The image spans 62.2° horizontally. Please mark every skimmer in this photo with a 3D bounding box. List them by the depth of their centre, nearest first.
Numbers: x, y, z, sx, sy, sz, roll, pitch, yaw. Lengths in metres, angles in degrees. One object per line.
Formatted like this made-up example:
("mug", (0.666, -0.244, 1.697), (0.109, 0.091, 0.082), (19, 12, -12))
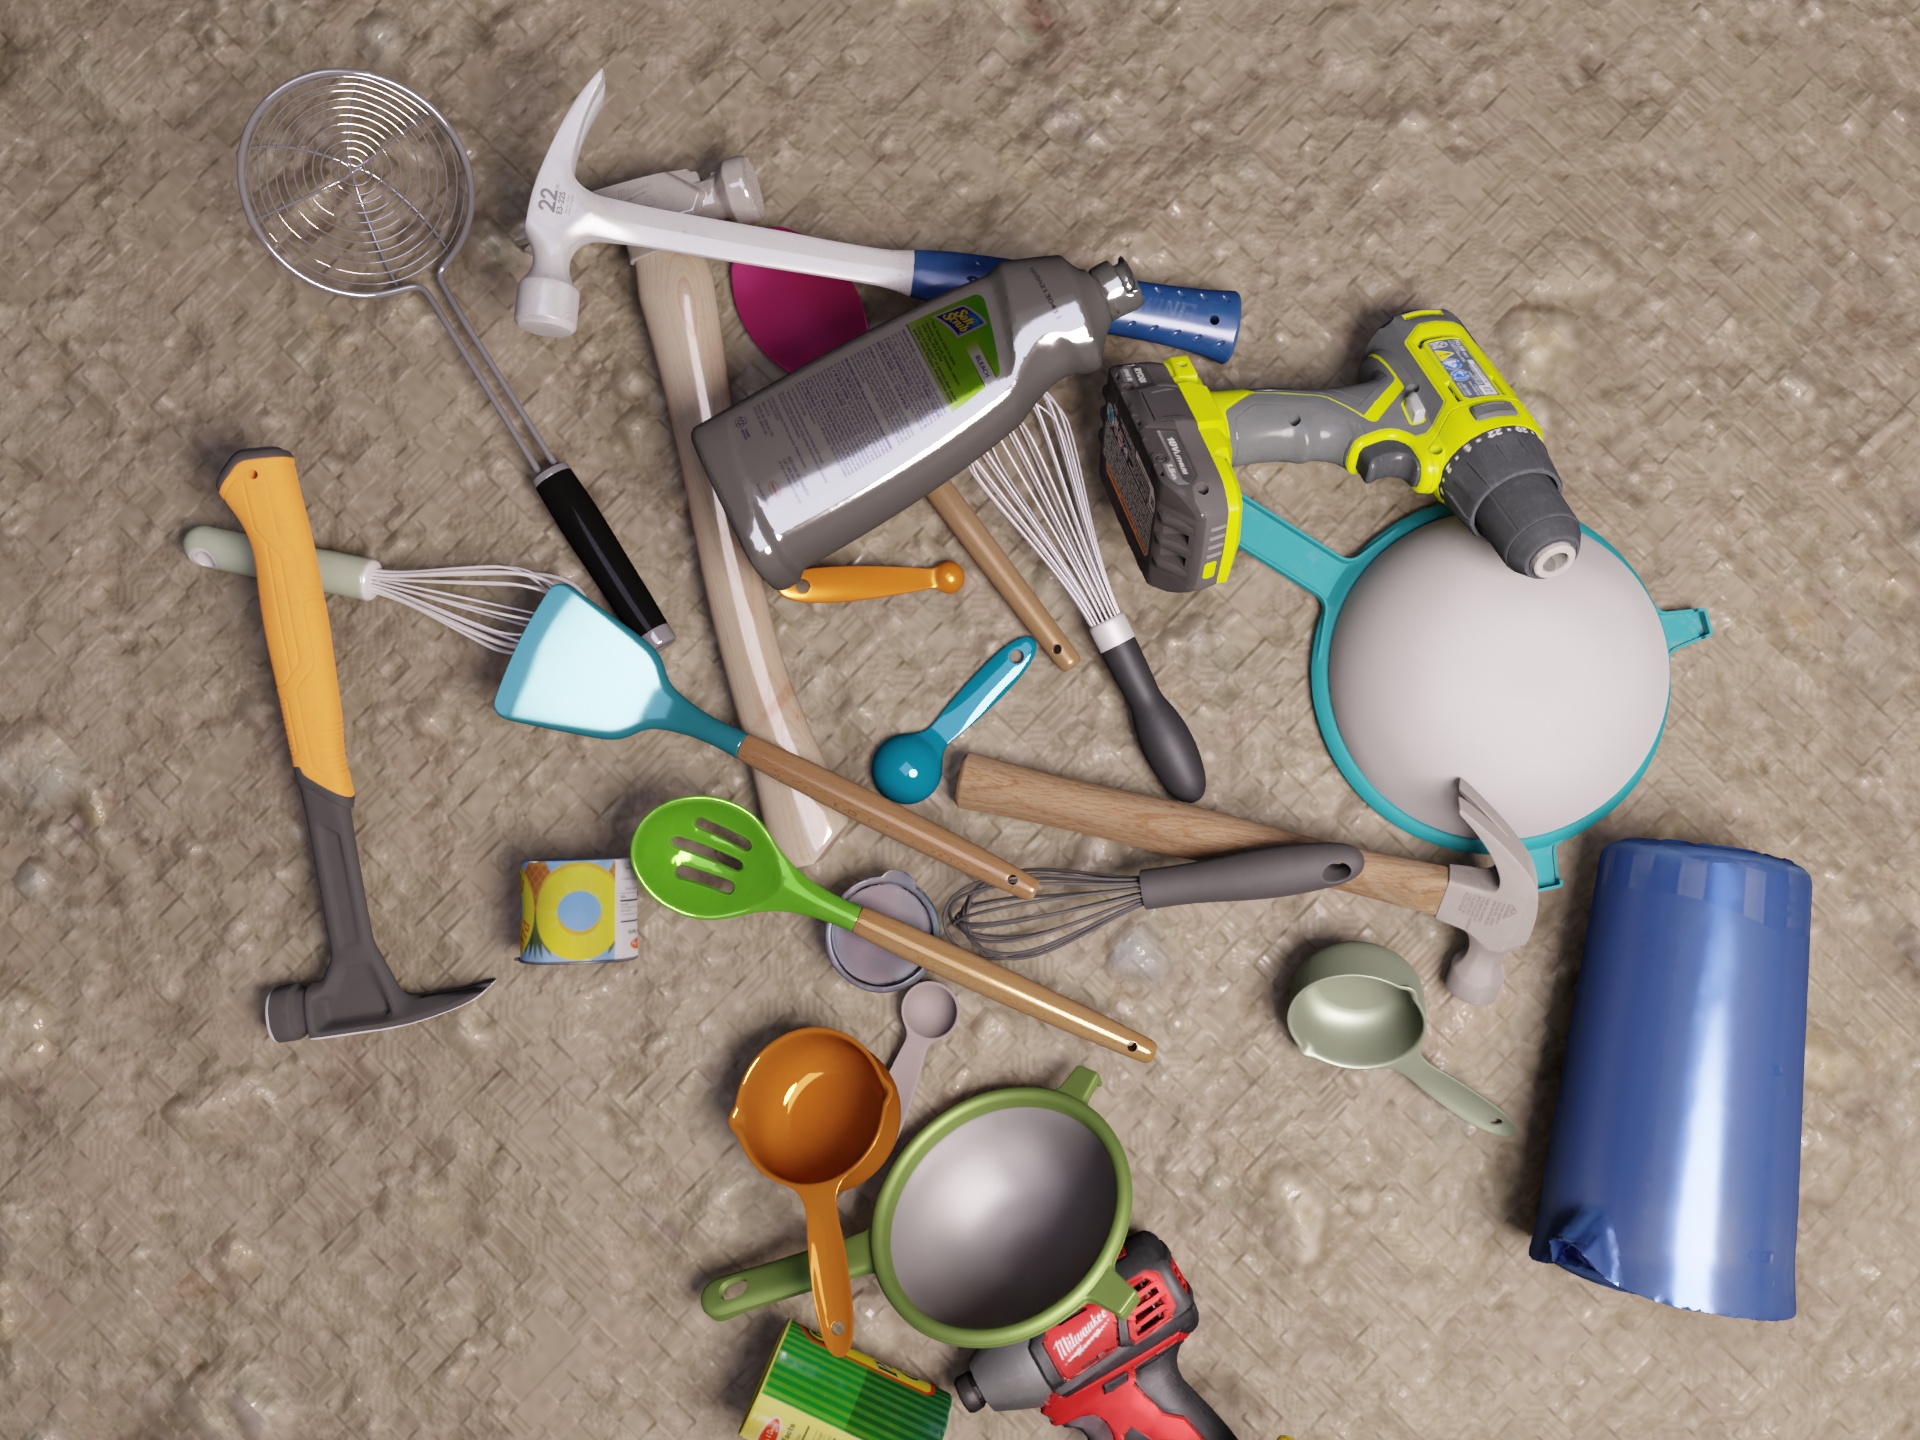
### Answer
("skimmer", (-0.274, -0.196, 0.908), (0.127, 0.090, 0.363), (-33, 88, -2))

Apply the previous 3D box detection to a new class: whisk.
("whisk", (0.105, 0.098, 0.889), (0.239, 0.055, 0.055), (-10, 87, 15))
("whisk", (0.074, -0.080, 0.923), (0.070, 0.070, 0.284), (-27, 92, -1))
("whisk", (-0.337, -0.081, 0.931), (0.246, 0.057, 0.059), (12, 53, 4))

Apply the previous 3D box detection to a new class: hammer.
("hammer", (0.159, 0.068, 0.903), (0.331, 0.031, 0.130), (13, 124, 7))
("hammer", (-0.037, -0.262, 0.904), (0.405, 0.035, 0.144), (7, 87, -10))
("hammer", (-0.359, 0.012, 0.905), (0.127, 0.034, 0.337), (-9, 95, 0))
("hammer", (-0.148, -0.113, 0.930), (0.146, 0.038, 0.410), (-13, 88, 7))

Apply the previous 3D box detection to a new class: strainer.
("strainer", (-0.017, 0.301, 0.887), (0.256, 0.152, 0.069), (-21, 130, 11))
("strainer", (0.258, -0.063, 0.898), (0.340, 0.095, 0.211), (32, 88, 1))

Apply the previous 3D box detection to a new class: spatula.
("spatula", (-0.101, 0.026, 0.885), (0.317, 0.044, 0.082), (25, 87, 7))

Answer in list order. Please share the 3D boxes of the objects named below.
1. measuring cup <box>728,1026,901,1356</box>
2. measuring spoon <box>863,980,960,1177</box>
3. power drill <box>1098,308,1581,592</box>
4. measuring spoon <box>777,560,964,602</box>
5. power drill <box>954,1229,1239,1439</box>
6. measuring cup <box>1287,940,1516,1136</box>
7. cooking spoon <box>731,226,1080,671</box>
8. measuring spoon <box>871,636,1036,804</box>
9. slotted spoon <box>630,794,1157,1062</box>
("measuring cup", (-0.071, 0.259, 0.879), (0.095, 0.052, 0.174), (-14, 66, 9))
("measuring spoon", (-0.033, 0.209, 0.928), (0.034, 0.018, 0.124), (23, 94, 9))
("power drill", (0.204, -0.138, 0.860), (0.228, 0.080, 0.191), (-9, 50, -8))
("measuring spoon", (-0.050, -0.081, 0.920), (0.117, 0.011, 0.021), (-6, 89, -24))
("power drill", (0.101, 0.413, 0.884), (0.143, 0.078, 0.220), (-30, 84, -1))
("measuring cup", (0.259, 0.184, 0.913), (0.167, 0.038, 0.083), (36, 126, -16))
("cooking spoon", (-0.029, -0.158, 0.942), (0.069, 0.017, 0.319), (-37, 86, 9))
("measuring spoon", (-0.001, -0.003, 0.932), (0.042, 0.021, 0.128), (44, 88, 3))
("slotted spoon", (-0.035, 0.124, 0.890), (0.314, 0.031, 0.070), (24, 94, -1))
